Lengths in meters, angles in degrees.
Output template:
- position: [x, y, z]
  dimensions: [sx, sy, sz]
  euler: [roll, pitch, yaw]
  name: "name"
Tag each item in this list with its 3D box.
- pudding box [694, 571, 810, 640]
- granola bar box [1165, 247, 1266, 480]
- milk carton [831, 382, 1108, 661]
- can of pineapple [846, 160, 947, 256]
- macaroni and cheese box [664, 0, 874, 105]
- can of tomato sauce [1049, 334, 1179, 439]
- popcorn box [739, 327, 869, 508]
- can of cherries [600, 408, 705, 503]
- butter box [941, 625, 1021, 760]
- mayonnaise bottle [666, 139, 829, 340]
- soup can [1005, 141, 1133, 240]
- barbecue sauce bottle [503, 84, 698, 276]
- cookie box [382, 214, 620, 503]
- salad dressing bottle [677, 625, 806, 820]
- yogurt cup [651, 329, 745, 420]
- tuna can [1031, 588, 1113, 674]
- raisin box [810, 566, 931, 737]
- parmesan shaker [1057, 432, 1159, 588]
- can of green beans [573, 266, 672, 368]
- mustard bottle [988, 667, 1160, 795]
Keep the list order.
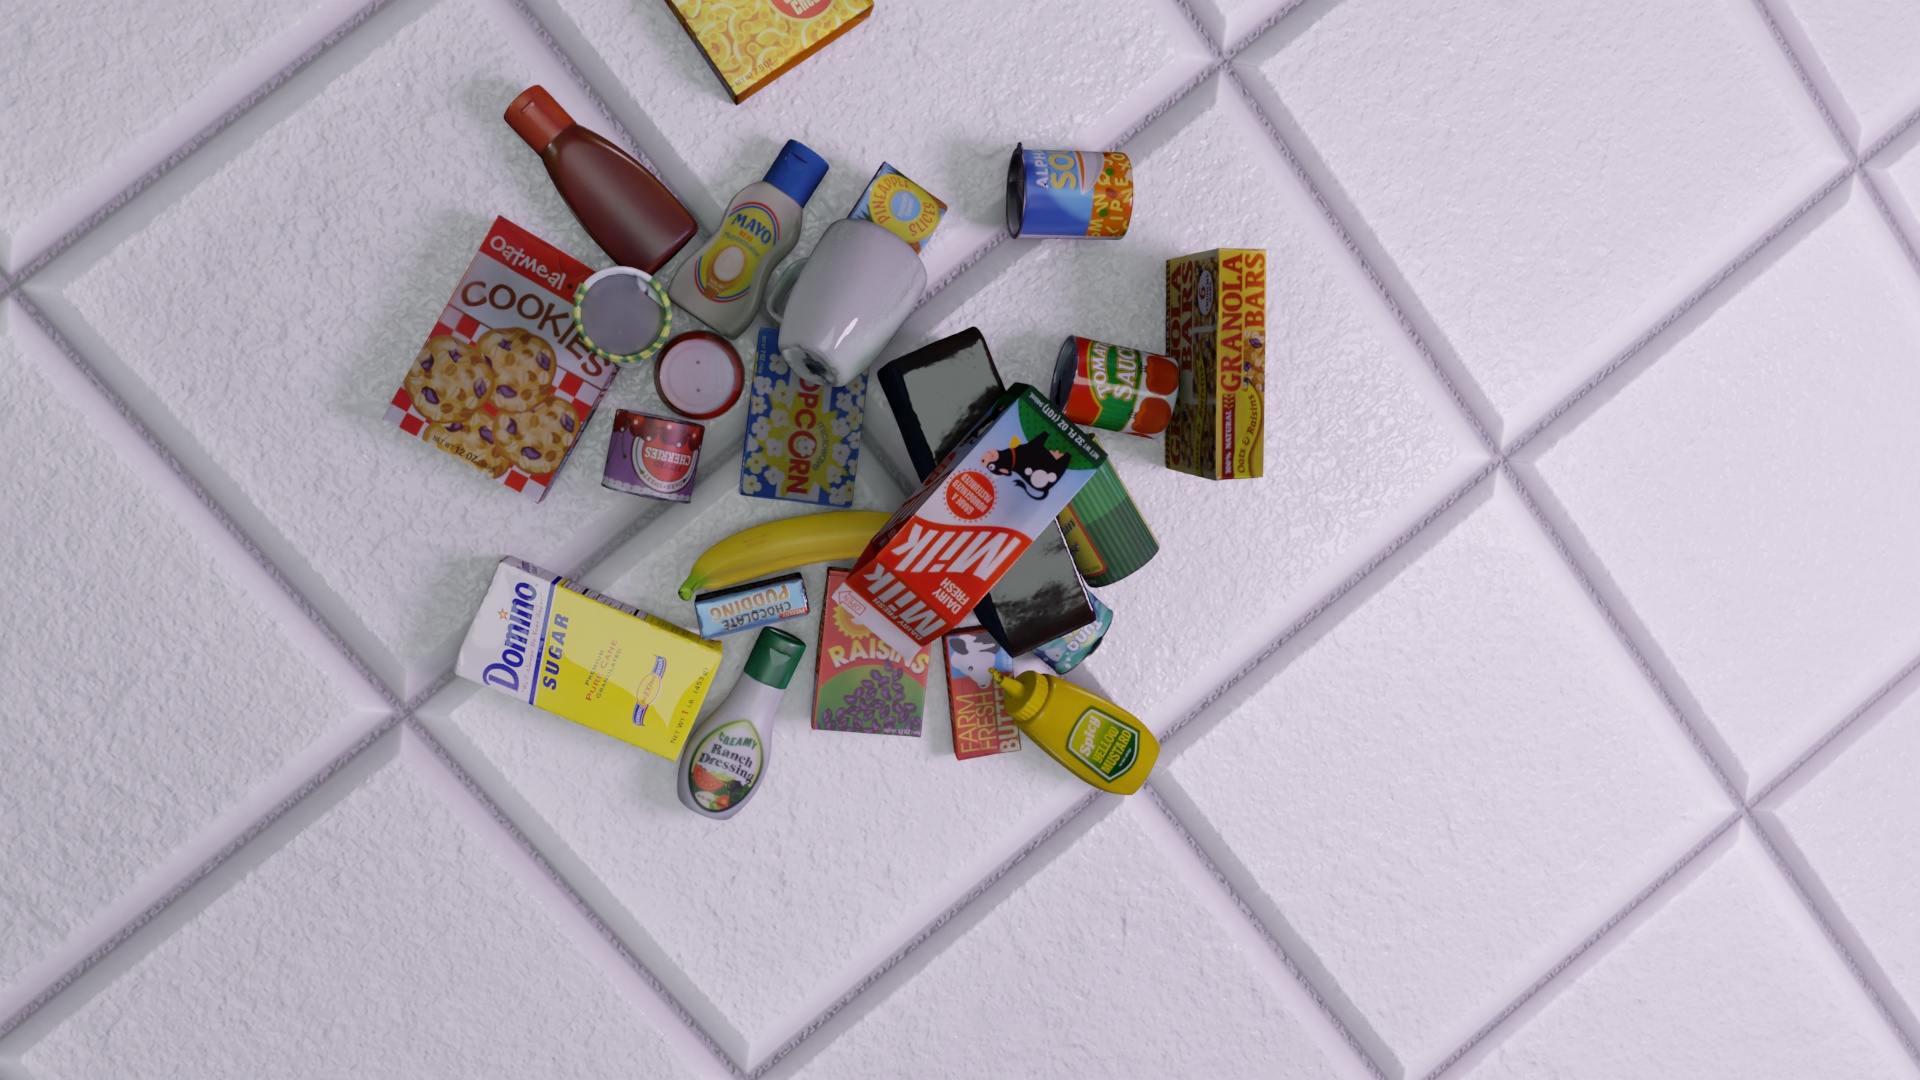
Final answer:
- position: [-0.157, 0.049, 1.048]
  dimensions: [0.084, 0.050, 0.030]
  euler: [-13, 97, -7]
  name: "pudding box"
- position: [0.190, -0.132, 1.044]
  dimensions: [0.039, 0.124, 0.165]
  euler: [-2, 97, -9]
  name: "granola bar box"
- position: [0.003, -0.012, 0.921]
  dimensions: [0.072, 0.073, 0.190]
  euler: [41, 91, -10]
  name: "milk carton"
- position: [-0.050, -0.236, 1.022]
  dimensions: [0.058, 0.071, 0.071]
  euler: [33, 91, -12]
  name: "can of pineapple"
- position: [-0.160, -0.421, 0.999]
  dimensions: [0.124, 0.040, 0.166]
  euler: [-36, 101, -4]
  name: "macaroni and cheese box"
- position: [0.118, -0.118, 1.062]
  dimensions: [0.083, 0.071, 0.071]
  euler: [11, 95, -11]
  name: "can of tomato sauce"
- position: [-0.117, -0.091, 1.044]
  dimensions: [0.085, 0.038, 0.126]
  euler: [7, 95, -9]
  name: "popcorn box"
- position: [-0.223, -0.062, 1.014]
  dimensions: [0.071, 0.071, 0.058]
  euler: [12, 94, -10]
  name: "can of cherries"
- position: [0.016, 0.119, 1.096]
  dimensions: [0.053, 0.024, 0.103]
  euler: [-7, 97, -9]
  name: "butter box"
- position: [-0.152, -0.224, 1.021]
  dimensions: [0.065, 0.041, 0.148]
  euler: [33, 90, 1]
  name: "mayonnaise bottle"
- position: [0.081, -0.261, 1.041]
  dimensions: [0.084, 0.071, 0.071]
  euler: [-1, 97, -9]
  name: "soup can"
- position: [-0.262, -0.260, 1.000]
  dimensions: [0.065, 0.044, 0.148]
  euler: [-44, 100, -2]
  name: "barbecue sauce bottle"
- position: [-0.318, -0.130, 1.006]
  dimensions: [0.123, 0.040, 0.167]
  euler: [30, 91, -11]
  name: "cookie box"
- position: [-0.165, 0.138, 1.060]
  dimensions: [0.064, 0.044, 0.147]
  euler: [25, 92, -12]
  name: "salad dressing bottle"
- position: [-0.192, -0.121, 1.021]
  dimensions: [0.072, 0.054, 0.072]
  euler: [-1, 97, -10]
  name: "yogurt cup"
- position: [0.085, 0.069, 1.078]
  dimensions: [0.033, 0.071, 0.071]
  euler: [41, 89, -10]
  name: "tuna can"
- position: [-0.068, 0.086, 1.072]
  dimensions: [0.086, 0.040, 0.123]
  euler: [6, 95, -9]
  name: "raisin box"
- position: [0.102, -0.022, 1.069]
  dimensions: [0.071, 0.071, 0.103]
  euler: [-32, 100, -4]
  name: "parmesan shaker"
- position: [-0.235, -0.157, 0.967]
  dimensions: [0.071, 0.058, 0.071]
  euler: [-2, 99, -13]
  name: "can of green beans"
- position: [0.082, 0.142, 1.082]
  dimensions: [0.160, 0.049, 0.065]
  euler: [33, 82, -24]
  name: "mustard bottle"
